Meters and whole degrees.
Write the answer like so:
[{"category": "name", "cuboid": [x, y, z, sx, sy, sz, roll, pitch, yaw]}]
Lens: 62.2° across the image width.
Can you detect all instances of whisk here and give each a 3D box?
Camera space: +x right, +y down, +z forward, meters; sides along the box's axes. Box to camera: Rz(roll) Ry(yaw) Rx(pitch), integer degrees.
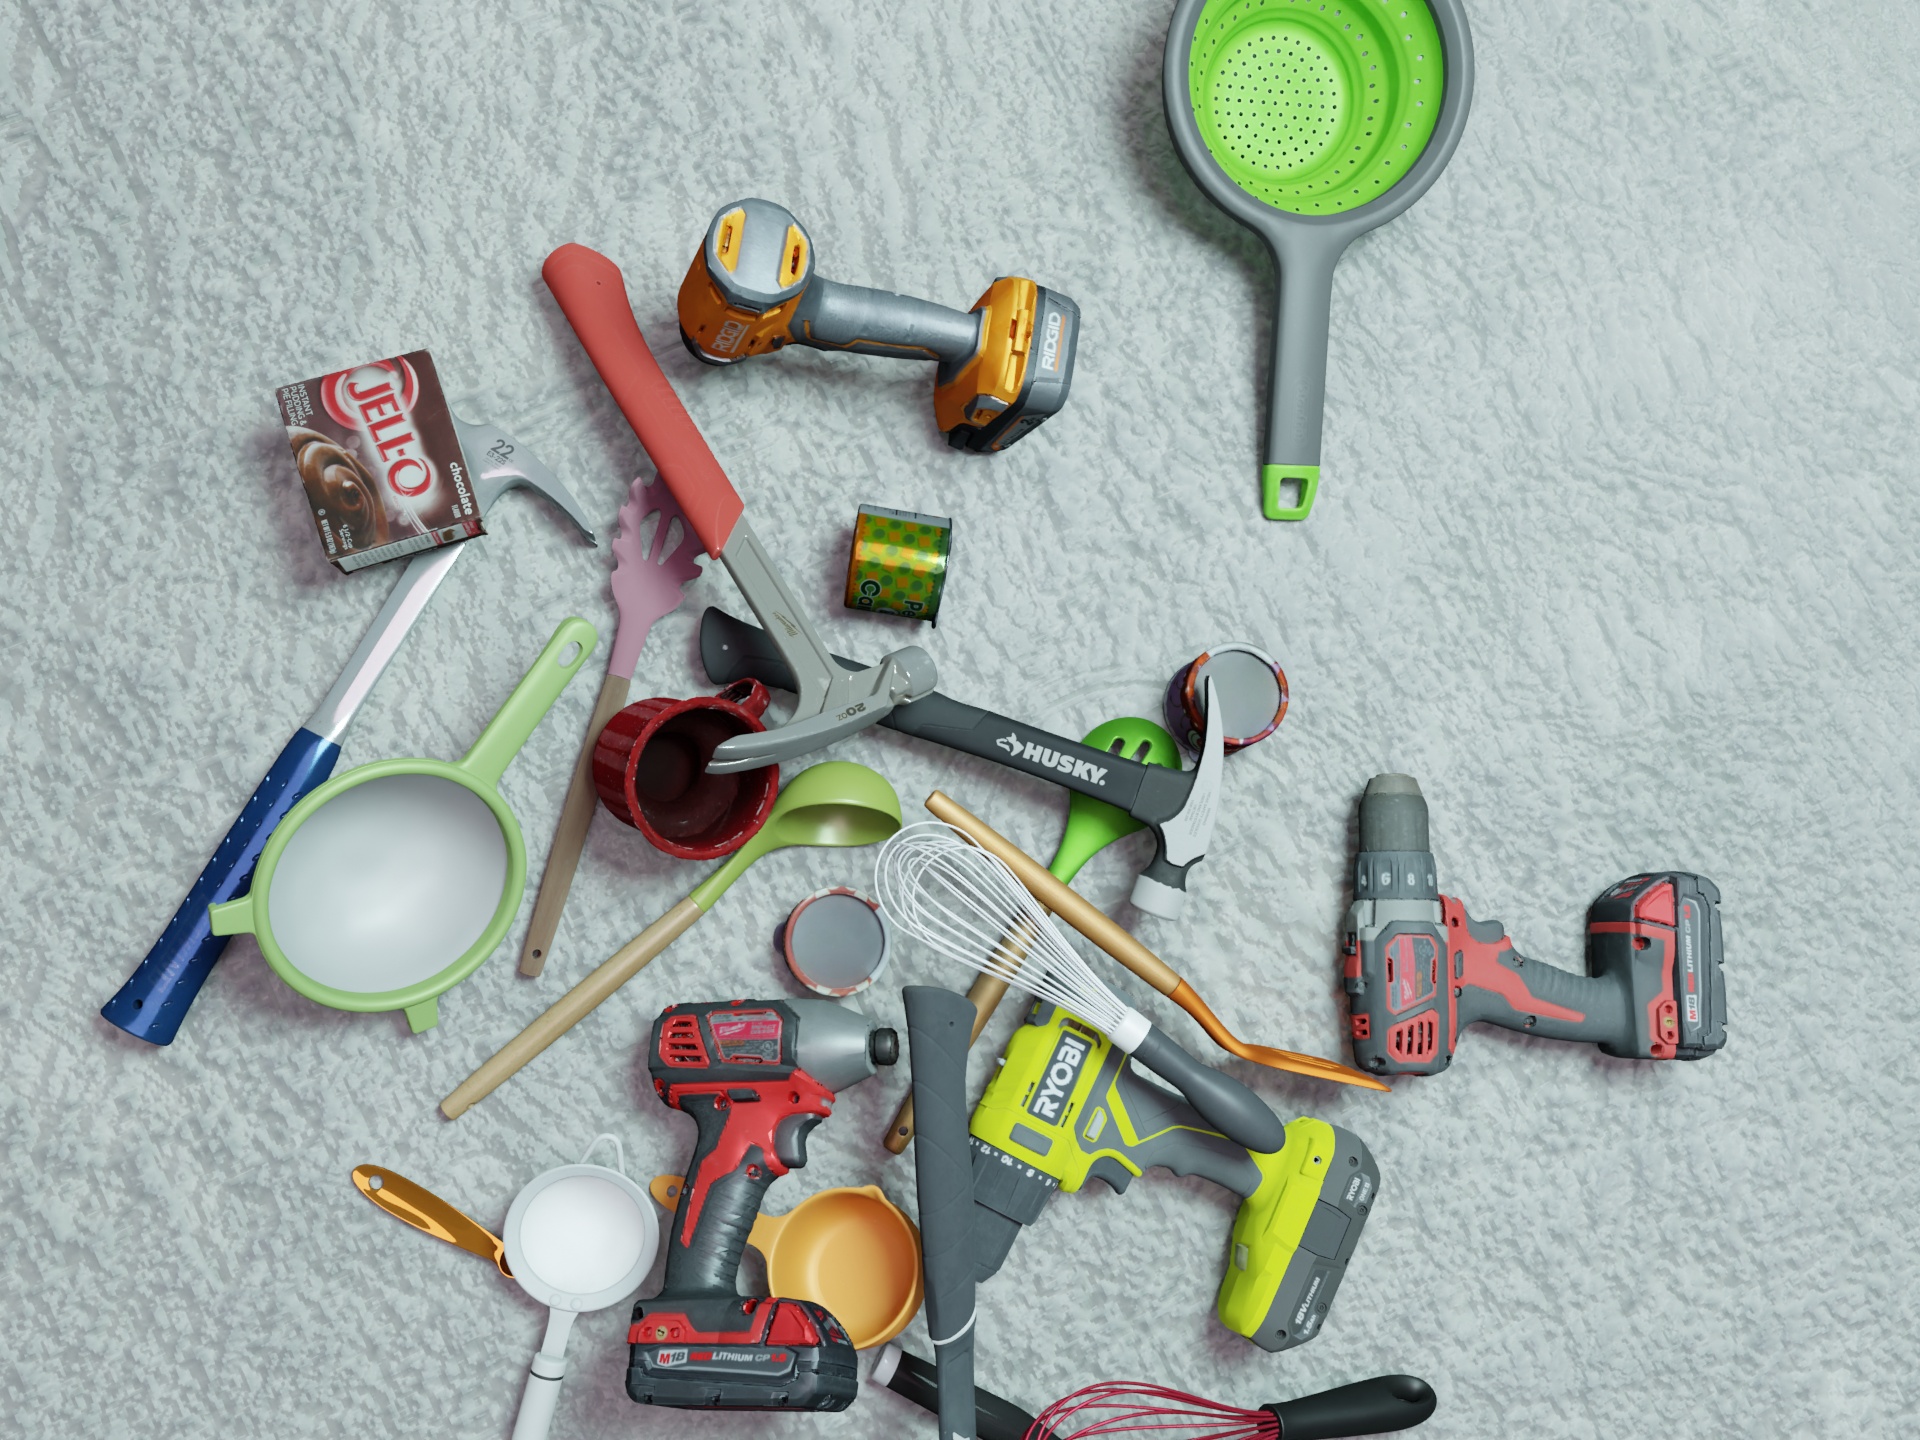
[{"category": "whisk", "cuboid": [0.070, 0.158, 0.906, 0.284, 0.070, 0.070, 38, 78, 1]}, {"category": "whisk", "cuboid": [0.161, 0.403, 0.905, 0.295, 0.073, 0.073, 5, 80, -29]}]

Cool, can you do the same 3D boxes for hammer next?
[{"category": "hammer", "cuboid": [-0.366, 0.003, 0.938, 0.144, 0.035, 0.405, 29, 79, -3]}, {"category": "hammer", "cuboid": [-0.162, -0.137, 0.935, 0.149, 0.036, 0.359, -22, 71, -33]}, {"category": "hammer", "cuboid": [-0.008, 0.350, 0.866, 0.149, 0.036, 0.409, 1, 84, -34]}, {"category": "hammer", "cuboid": [-0.002, -0.003, 0.965, 0.335, 0.035, 0.146, 20, 93, 5]}]

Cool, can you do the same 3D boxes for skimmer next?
[{"category": "skimmer", "cuboid": [0.107, 0.470, 0.906, 0.363, 0.090, 0.127, 29, 110, -1]}]

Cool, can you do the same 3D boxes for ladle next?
[{"category": "ladle", "cuboid": [-0.169, 0.134, 0.938, 0.320, 0.078, 0.062, -40, 65, -7]}]

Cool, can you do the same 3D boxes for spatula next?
[{"category": "spatula", "cuboid": [0.113, 0.137, 0.950, 0.322, 0.081, 0.041, 38, 83, -6]}]

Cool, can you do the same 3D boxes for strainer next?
[{"category": "strainer", "cuboid": [-0.232, 0.357, 0.902, 0.087, 0.050, 0.258, 15, 85, -6]}, {"category": "strainer", "cuboid": [-0.300, 0.041, 0.909, 0.151, 0.069, 0.256, 42, 79, -40]}]

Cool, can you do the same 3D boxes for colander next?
[{"category": "colander", "cuboid": [0.219, -0.334, 1.057, 0.204, 0.094, 0.397, 1, 99, -8]}]

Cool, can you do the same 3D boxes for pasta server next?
[{"category": "pasta server", "cuboid": [-0.213, 0.000, 0.960, 0.060, 0.040, 0.316, 18, 80, -16]}]

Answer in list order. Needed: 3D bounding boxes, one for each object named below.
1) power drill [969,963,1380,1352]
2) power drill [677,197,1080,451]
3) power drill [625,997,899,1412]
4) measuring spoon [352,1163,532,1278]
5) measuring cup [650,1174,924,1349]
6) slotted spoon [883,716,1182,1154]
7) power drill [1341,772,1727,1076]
[{"category": "power drill", "cuboid": [0.112, 0.277, 0.944, 0.228, 0.080, 0.190, 27, 77, 0]}, {"category": "power drill", "cuboid": [-0.060, -0.233, 0.970, 0.226, 0.164, 0.084, 12, 80, -19]}, {"category": "power drill", "cuboid": [-0.107, 0.262, 0.880, 0.143, 0.078, 0.220, -5, 64, 12]}, {"category": "measuring spoon", "cuboid": [-0.299, 0.288, 0.919, 0.117, 0.011, 0.021, 29, 81, 1]}, {"category": "measuring cup", "cuboid": [-0.099, 0.305, 0.929, 0.174, 0.052, 0.095, 17, 73, 20]}, {"category": "slotted spoon", "cuboid": [0.043, 0.129, 0.982, 0.070, 0.031, 0.314, 32, 80, 4]}, {"category": "power drill", "cuboid": [0.352, 0.129, 1.003, 0.226, 0.080, 0.188, 2, 81, -5]}]
